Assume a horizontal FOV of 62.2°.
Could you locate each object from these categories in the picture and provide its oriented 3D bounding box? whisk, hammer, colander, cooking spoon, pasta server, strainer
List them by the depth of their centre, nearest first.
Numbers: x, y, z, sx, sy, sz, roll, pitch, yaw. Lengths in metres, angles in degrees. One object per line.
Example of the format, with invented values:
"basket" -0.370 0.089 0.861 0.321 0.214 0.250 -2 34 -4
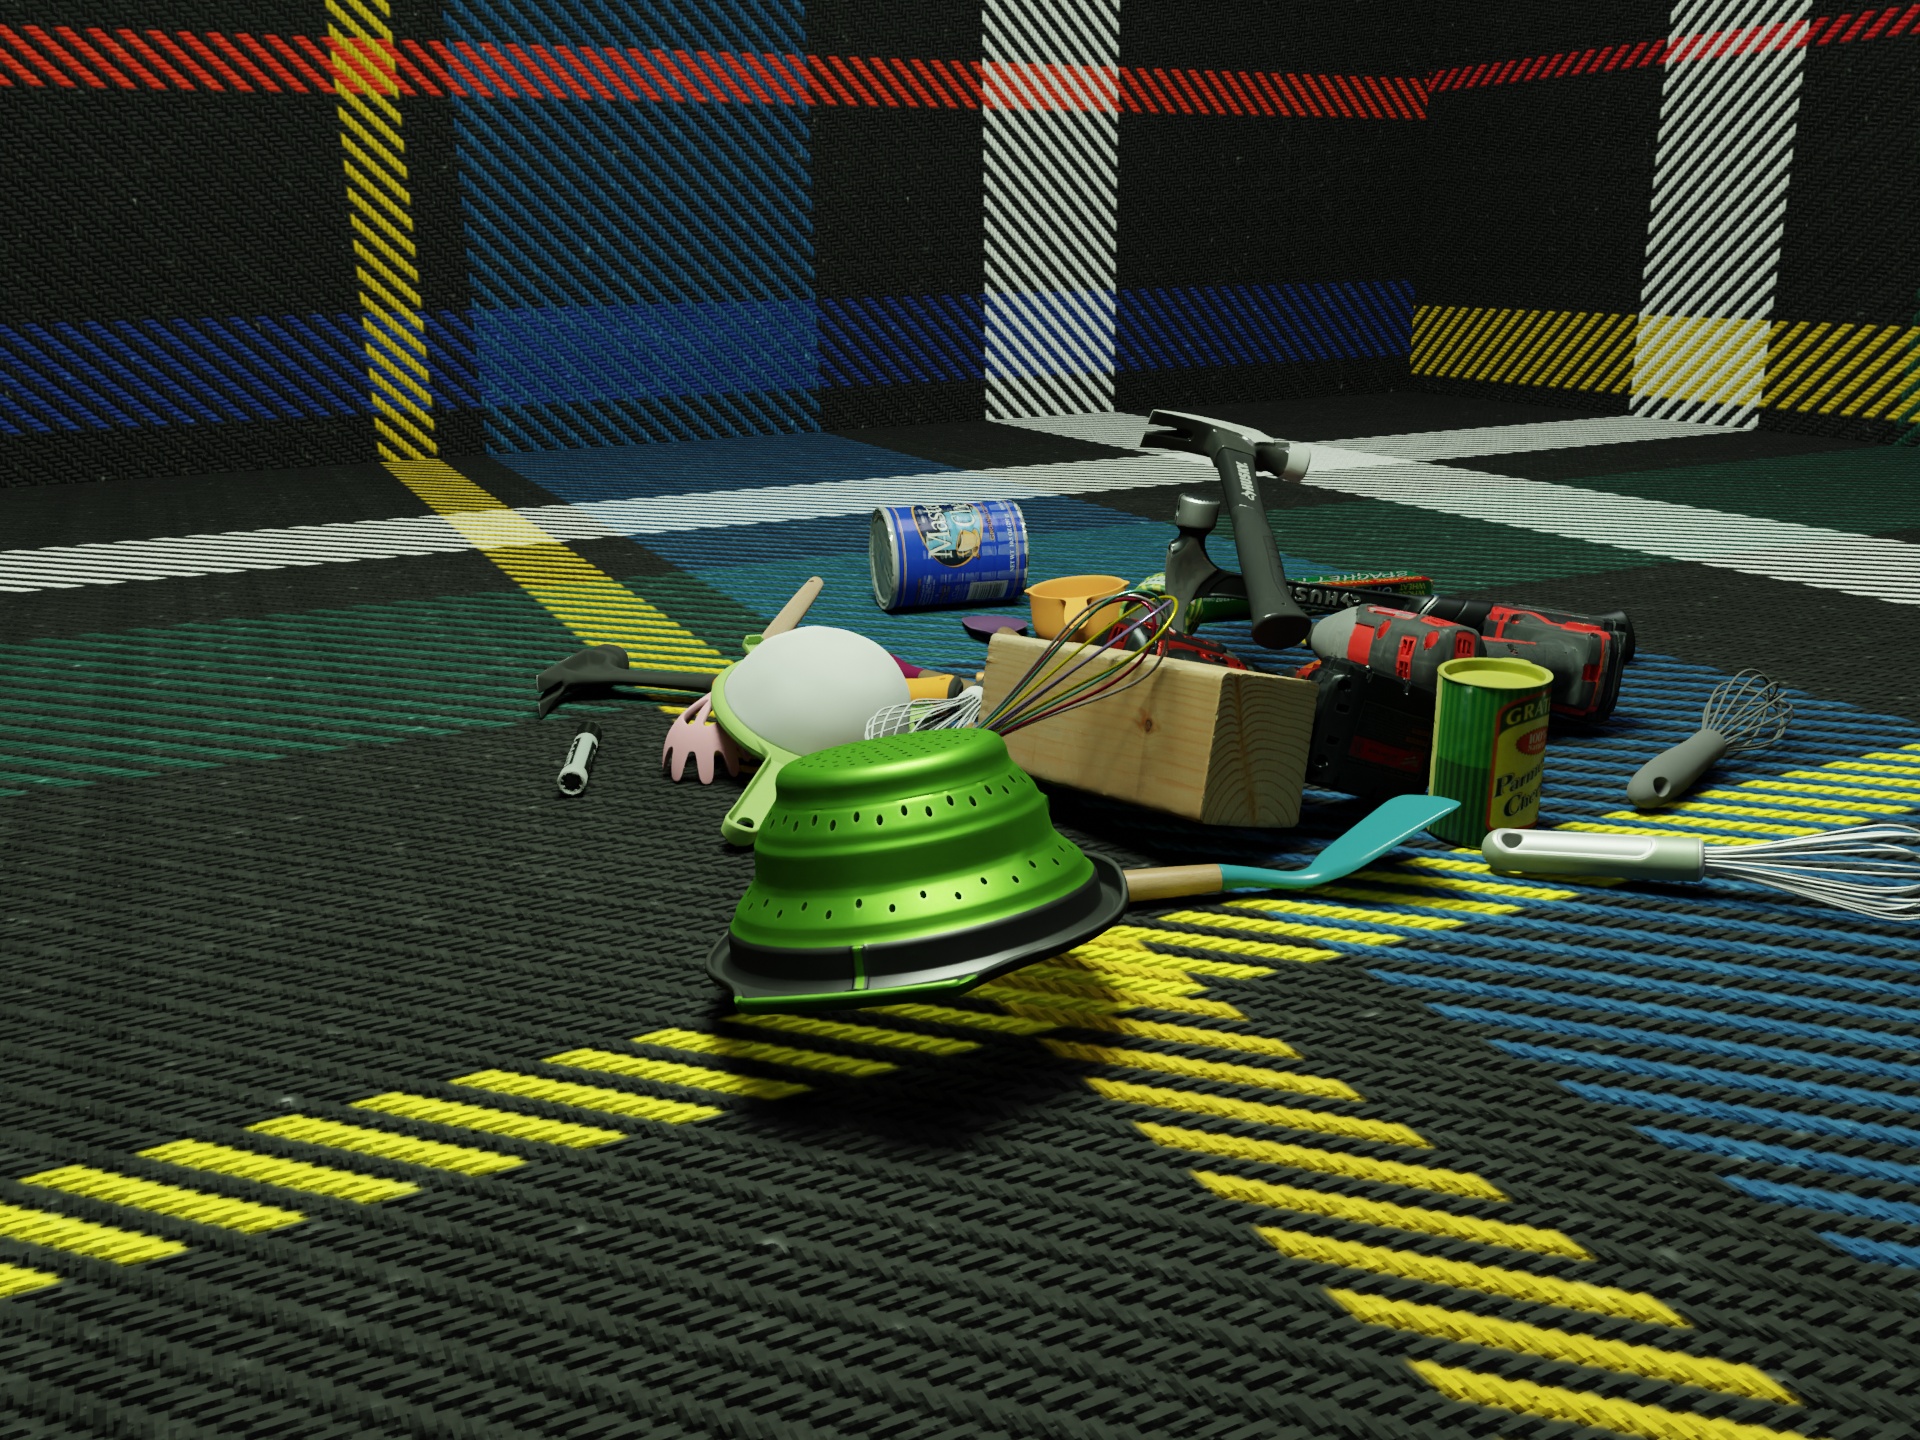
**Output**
"colander" -0.008 0.045 0.836 0.204 0.094 0.397 -7 7 15
"whisk" 0.417 0.077 0.879 0.246 0.059 0.058 2 44 22
"whisk" 0.029 -0.002 0.952 0.051 0.245 0.047 33 27 -50
"strainer" -0.104 -0.003 1.066 0.151 0.069 0.256 21 27 2
"whisk" 0.509 0.014 1.082 0.055 0.055 0.239 15 26 42
"whisk" -0.002 -0.002 1.120 0.070 0.070 0.284 5 17 19
"pasta server" -0.154 -0.042 1.221 0.060 0.040 0.316 5 27 10
"hammer" 0.221 -0.154 1.239 0.146 0.035 0.335 14 33 -7
"hammer" -0.164 -0.026 1.262 0.337 0.034 0.127 3 17 14
"cooking spoon" -0.013 -0.030 1.295 0.068 0.017 0.319 -15 22 -38
"hammer" 0.372 -0.091 1.346 0.409 0.149 0.036 8 17 -3

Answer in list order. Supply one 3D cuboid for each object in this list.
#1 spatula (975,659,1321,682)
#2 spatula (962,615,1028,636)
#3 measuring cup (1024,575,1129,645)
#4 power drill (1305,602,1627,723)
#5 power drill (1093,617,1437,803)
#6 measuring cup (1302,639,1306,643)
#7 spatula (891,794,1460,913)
"spatula" 0.172 -0.039 1.280 0.322 0.041 0.081 1 17 9
"spatula" 0.045 -0.072 1.398 0.059 0.018 0.316 -2 11 -6
"measuring cup" 0.105 -0.084 1.410 0.095 0.052 0.174 -4 19 6
"power drill" 0.365 -0.048 1.160 0.219 0.078 0.143 1 10 -32
"power drill" 0.220 -0.009 1.085 0.187 0.080 0.227 14 5 -37
"measuring cup" 0.371 -0.091 1.456 0.156 0.029 0.062 -10 19 -32
"spatula" 0.117 0.079 0.887 0.317 0.044 0.082 -5 2 -8
